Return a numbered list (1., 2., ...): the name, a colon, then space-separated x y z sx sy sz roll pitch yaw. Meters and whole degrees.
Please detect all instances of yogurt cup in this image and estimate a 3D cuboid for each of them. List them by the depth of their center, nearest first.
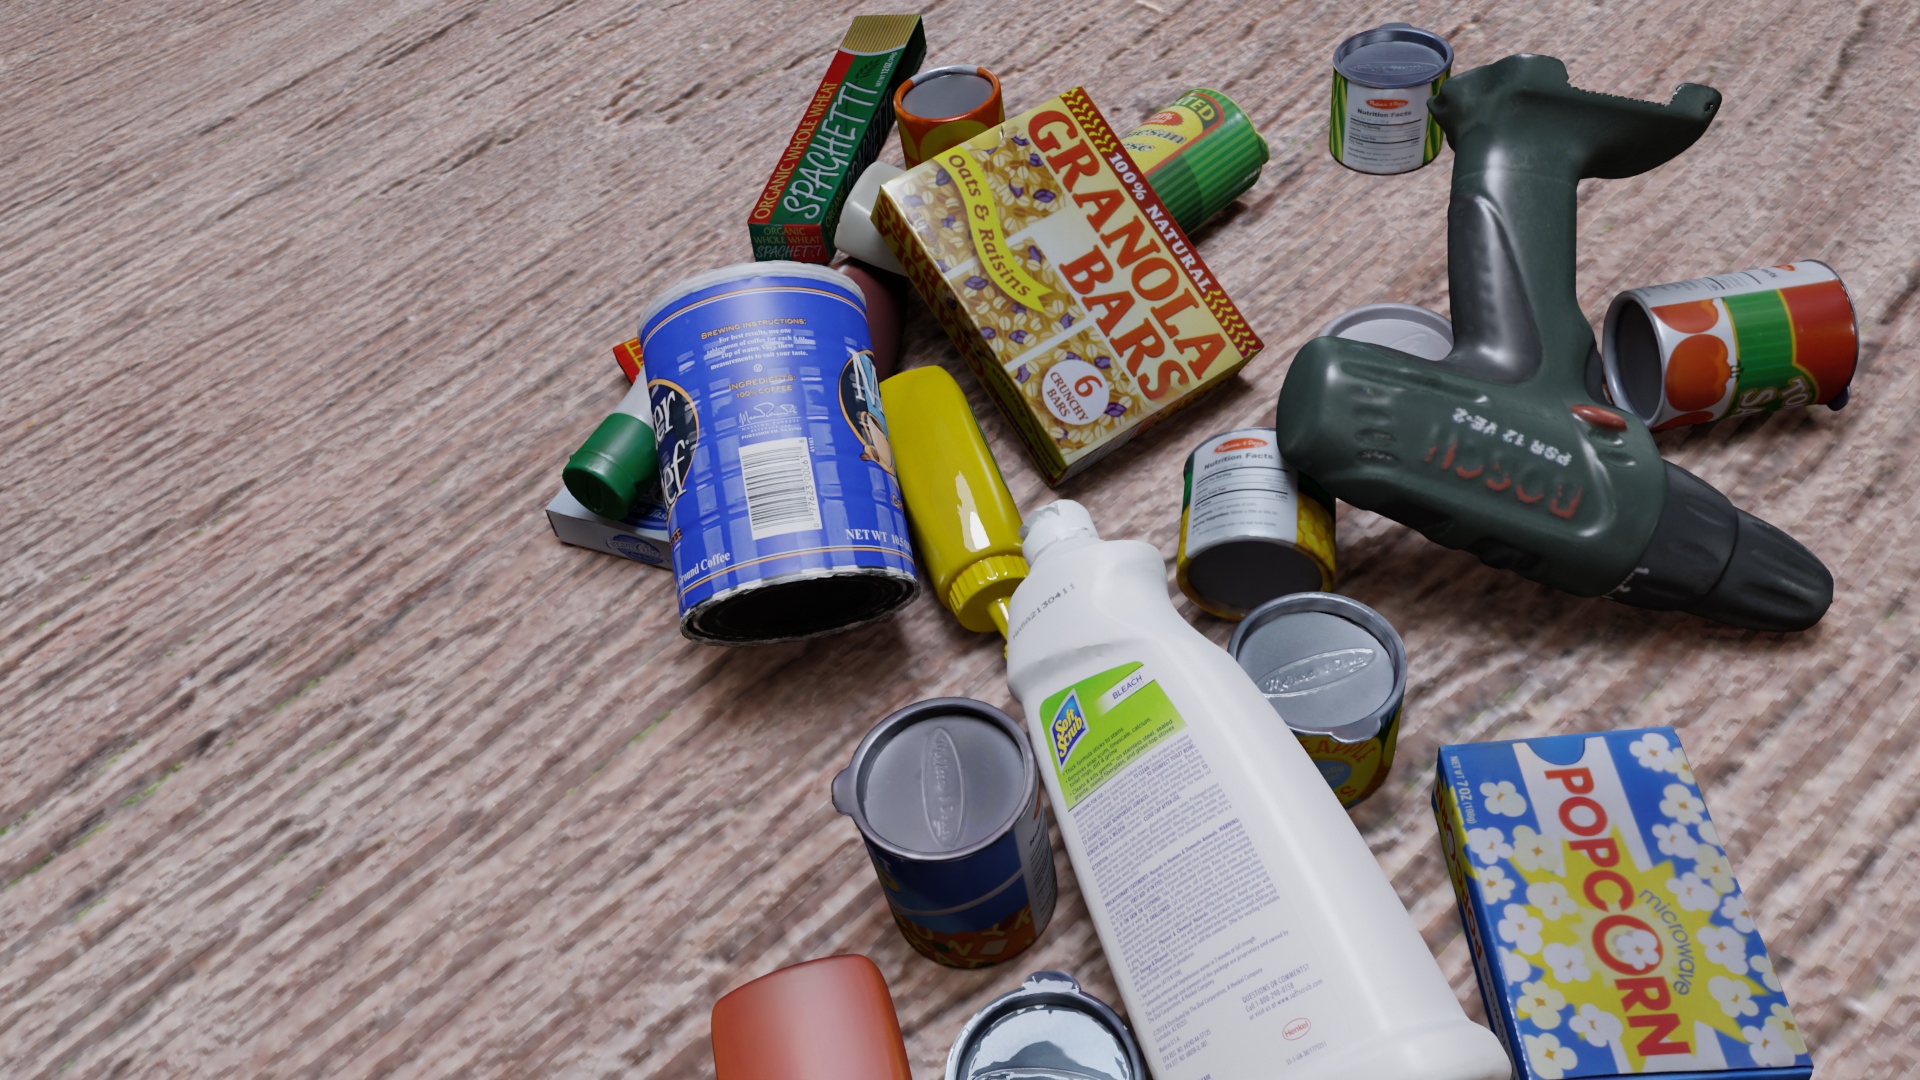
1. yogurt cup: 0.199 -0.070 0.650 0.072 0.053 0.073 -5 47 6

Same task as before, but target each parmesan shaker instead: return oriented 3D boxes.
1. parmesan shaker: 0.112 -0.198 0.773 0.103 0.071 0.071 -39 53 -23

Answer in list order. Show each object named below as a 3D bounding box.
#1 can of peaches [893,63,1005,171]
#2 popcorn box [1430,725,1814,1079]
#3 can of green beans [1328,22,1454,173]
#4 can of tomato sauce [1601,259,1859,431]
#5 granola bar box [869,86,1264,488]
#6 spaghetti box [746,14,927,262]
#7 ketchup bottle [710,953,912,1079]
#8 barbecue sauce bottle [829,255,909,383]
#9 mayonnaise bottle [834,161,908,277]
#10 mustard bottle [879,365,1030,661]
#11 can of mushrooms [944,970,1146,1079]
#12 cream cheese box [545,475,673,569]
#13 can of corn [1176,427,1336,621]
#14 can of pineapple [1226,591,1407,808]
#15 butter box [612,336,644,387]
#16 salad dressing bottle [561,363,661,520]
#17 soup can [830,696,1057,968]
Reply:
1. can of peaches: -0.004 -0.247 0.847 0.071 0.057 0.071 -5 47 6
2. popcorn box: 0.219 0.129 0.476 0.085 0.038 0.127 -6 48 7
3. can of green beans: 0.249 -0.256 0.807 0.071 0.057 0.071 -5 48 6
4. can of tomato sauce: 0.347 -0.086 0.631 0.083 0.070 0.071 -9 47 3
5. granola bar box: 0.052 -0.128 0.685 0.124 0.039 0.165 -31 83 -18
6. spaghetti box: -0.075 -0.266 0.897 0.050 0.028 0.251 4 49 15
7. ketchup bottle: -0.039 0.211 0.446 0.065 0.043 0.149 -17 48 -4
8. barbecue sauce bottle: -0.055 -0.121 0.741 0.043 0.064 0.149 -15 35 24
9. mayonnaise bottle: 0.011 -0.150 0.733 0.148 0.041 0.065 23 40 -1
10. mustard bottle: 0.002 -0.008 0.628 0.049 0.065 0.161 -21 54 -3
11. can of mushrooms: 0.030 0.184 0.465 0.071 0.033 0.071 -6 48 6
12. cream cheese box: -0.146 -0.015 0.685 0.104 0.024 0.054 13 50 21
13. can of corn: 0.128 -0.004 0.596 0.071 0.070 0.058 2 53 13
14. can of pineapple: 0.136 0.064 0.537 0.071 0.057 0.071 -6 48 6
15. butter box: -0.134 -0.106 0.765 0.104 0.024 0.053 -27 48 -14
16. salad dressing bottle: -0.138 -0.073 0.685 0.044 0.064 0.148 27 56 8
17. soup can: -0.004 0.108 0.506 0.071 0.083 0.072 -5 47 6
